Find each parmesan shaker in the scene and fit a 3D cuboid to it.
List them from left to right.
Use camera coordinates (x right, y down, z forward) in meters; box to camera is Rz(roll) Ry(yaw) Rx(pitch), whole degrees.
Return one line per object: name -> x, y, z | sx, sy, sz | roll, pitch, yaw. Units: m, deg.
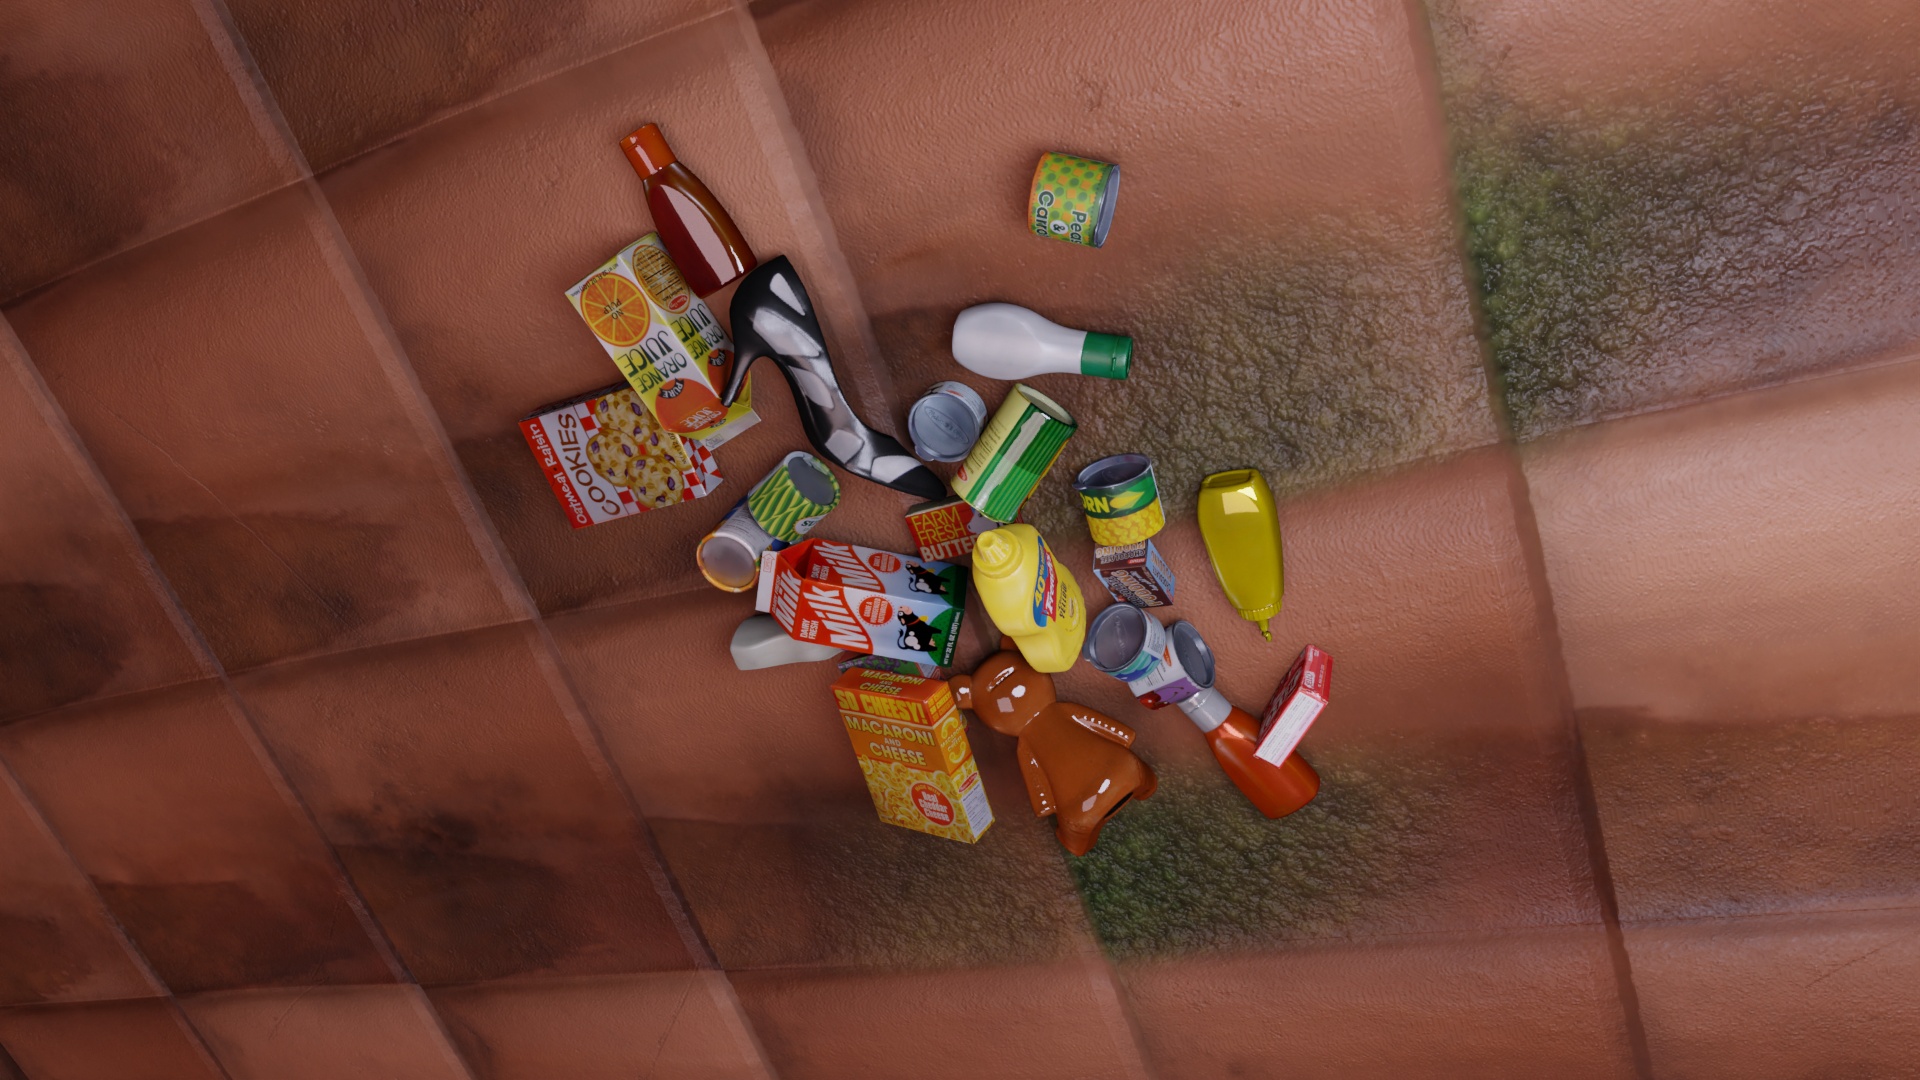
parmesan shaker -> 0.047, -0.073, 1.190 | 0.071, 0.071, 0.102 | 34, 108, -1

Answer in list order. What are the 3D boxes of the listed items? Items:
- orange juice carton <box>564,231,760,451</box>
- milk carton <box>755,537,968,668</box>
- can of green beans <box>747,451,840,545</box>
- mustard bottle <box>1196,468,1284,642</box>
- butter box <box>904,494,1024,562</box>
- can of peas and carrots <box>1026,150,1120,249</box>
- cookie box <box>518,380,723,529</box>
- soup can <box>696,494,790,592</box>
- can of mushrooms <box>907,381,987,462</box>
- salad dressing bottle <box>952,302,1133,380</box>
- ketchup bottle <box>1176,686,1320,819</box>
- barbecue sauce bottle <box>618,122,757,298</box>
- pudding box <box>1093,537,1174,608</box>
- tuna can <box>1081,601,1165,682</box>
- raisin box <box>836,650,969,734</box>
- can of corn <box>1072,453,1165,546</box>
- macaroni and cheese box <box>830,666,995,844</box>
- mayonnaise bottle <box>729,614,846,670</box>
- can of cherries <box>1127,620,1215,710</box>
orange juice carton -> -0.260, -0.172, 1.257 | 0.071, 0.073, 0.192 | -26, 107, 29
milk carton -> -0.093, 0.054, 1.294 | 0.191, 0.074, 0.072 | 10, 122, -4
can of green beans -> -0.155, -0.041, 1.295 | 0.071, 0.071, 0.057 | 46, 122, -8
mustard bottle -> 0.247, 0.018, 1.195 | 0.065, 0.049, 0.159 | -7, 115, 23
butter box -> 0.005, -0.016, 1.277 | 0.103, 0.024, 0.053 | -14, 111, 25
can of peas and carrots -> 0.088, -0.265, 1.086 | 0.059, 0.071, 0.070 | 15, 121, 12
cookie box -> -0.331, -0.087, 1.347 | 0.167, 0.040, 0.122 | -12, 112, 25
soup can -> -0.206, 0.004, 1.327 | 0.071, 0.084, 0.071 | 9, 120, 15
can of mushrooms -> -0.012, -0.104, 1.230 | 0.071, 0.034, 0.070 | 8, 120, 15
salad dressing bottle -> 0.069, -0.162, 1.165 | 0.148, 0.044, 0.064 | 10, 118, 13
ketchup bottle -> 0.262, 0.190, 1.286 | 0.148, 0.044, 0.064 | 46, 125, -8
barbecue sauce bottle -> -0.240, -0.288, 1.206 | 0.064, 0.044, 0.148 | -23, 107, 28
pudding box -> 0.153, 0.030, 1.222 | 0.049, 0.030, 0.083 | -6, 150, 24
tuna can -> 0.145, 0.092, 1.235 | 0.071, 0.071, 0.033 | -30, 139, 30
raisin box -> -0.055, 0.155, 1.382 | 0.086, 0.040, 0.123 | -16, 111, 25
can of corn -> 0.136, -0.034, 1.194 | 0.071, 0.071, 0.058 | -8, 115, 23
macaroni and cheese box -> -0.046, 0.205, 1.338 | 0.123, 0.040, 0.165 | 4, 121, 39
mayonnaise bottle -> -0.150, 0.095, 1.371 | 0.148, 0.065, 0.041 | -7, 118, 19
can of cherries -> 0.190, 0.114, 1.259 | 0.058, 0.072, 0.071 | -30, 104, 30
